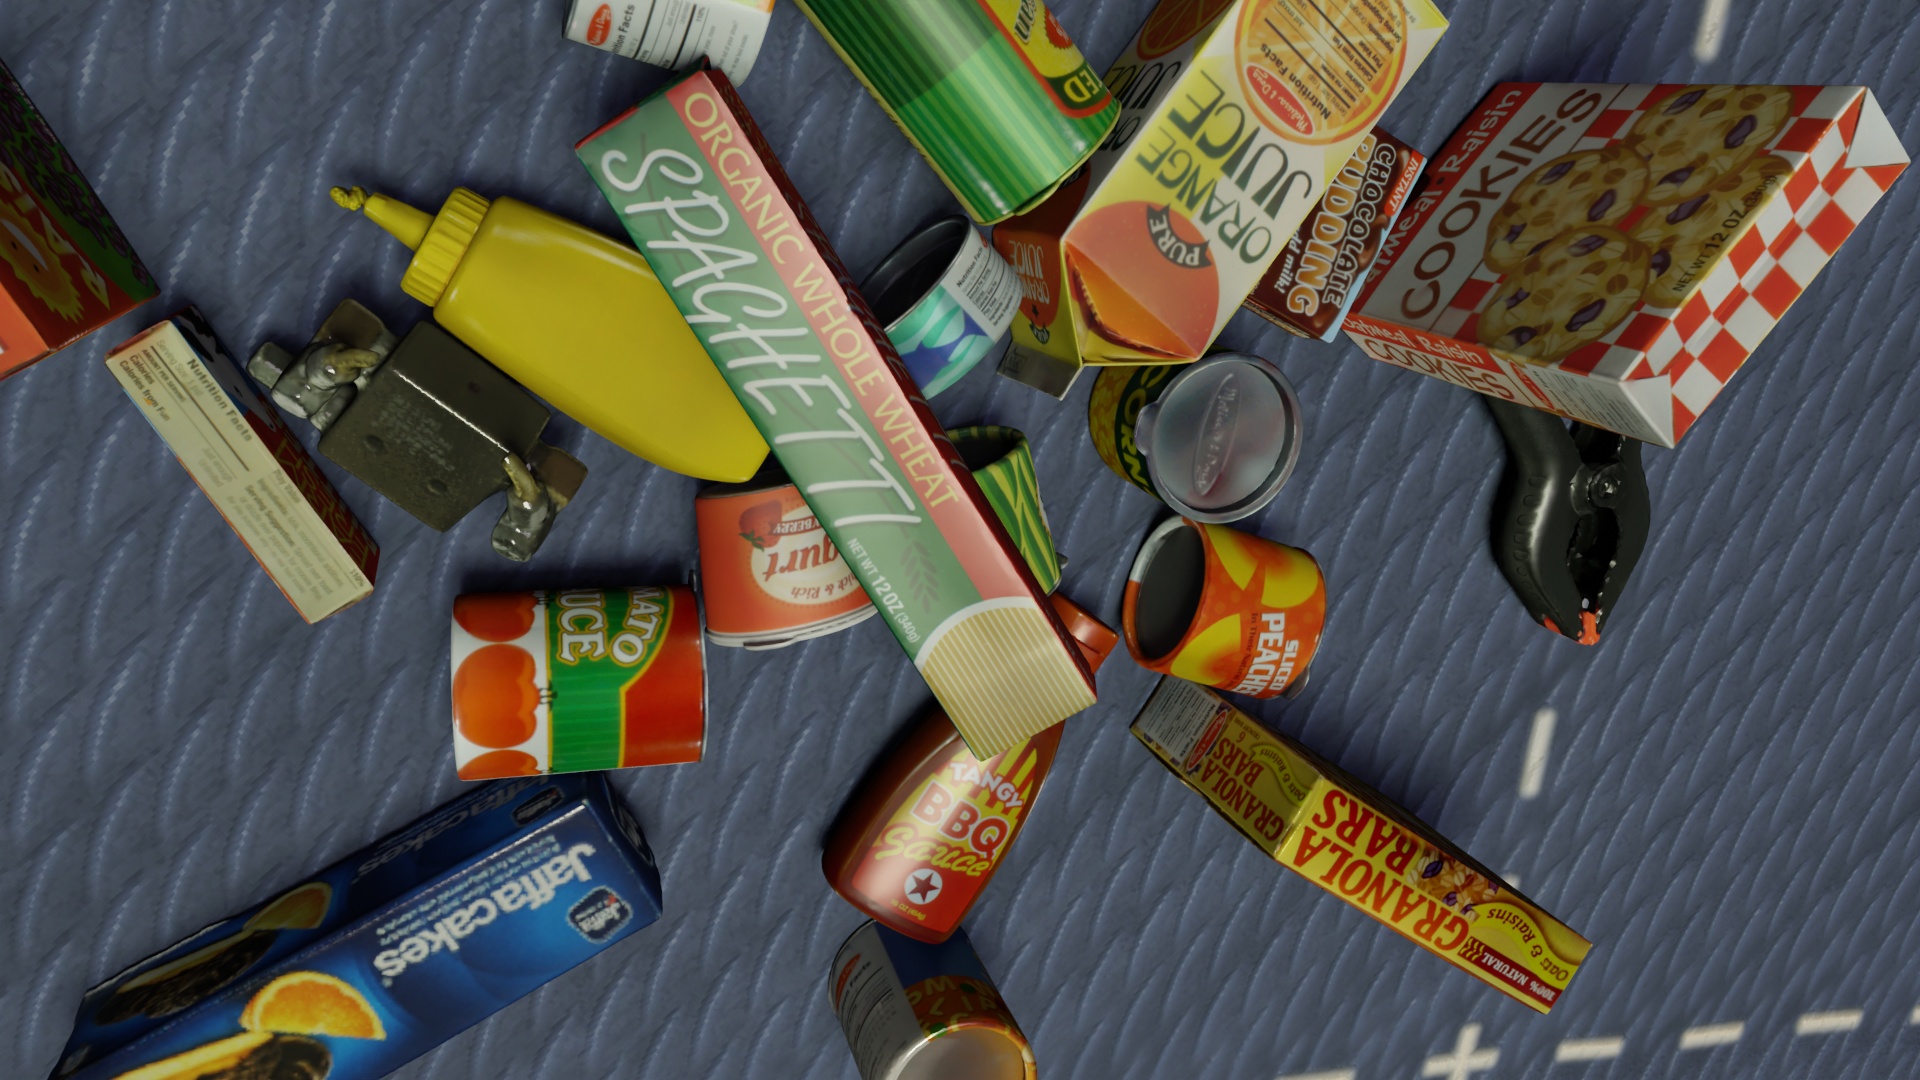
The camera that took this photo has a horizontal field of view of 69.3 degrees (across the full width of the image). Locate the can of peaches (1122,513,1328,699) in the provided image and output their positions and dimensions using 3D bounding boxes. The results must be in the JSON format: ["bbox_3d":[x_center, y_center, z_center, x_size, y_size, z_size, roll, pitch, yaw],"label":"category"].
[{"bbox_3d":[0.107,0.029,0.569,0.058,0.071,0.071,17,100,-21],"label":"can of peaches"}]

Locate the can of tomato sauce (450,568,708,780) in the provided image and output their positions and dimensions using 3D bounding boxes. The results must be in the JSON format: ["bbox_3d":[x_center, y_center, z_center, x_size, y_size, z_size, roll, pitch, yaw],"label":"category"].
[{"bbox_3d":[-0.136,0.048,0.495,0.083,0.071,0.071,-2,106,-17],"label":"can of tomato sauce"}]

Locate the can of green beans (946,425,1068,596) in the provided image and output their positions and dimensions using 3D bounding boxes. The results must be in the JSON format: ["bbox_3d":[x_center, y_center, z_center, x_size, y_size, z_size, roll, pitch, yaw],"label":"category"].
[{"bbox_3d":[0.000,-0.006,0.525,0.071,0.071,0.057,-19,111,-12],"label":"can of green beans"}]

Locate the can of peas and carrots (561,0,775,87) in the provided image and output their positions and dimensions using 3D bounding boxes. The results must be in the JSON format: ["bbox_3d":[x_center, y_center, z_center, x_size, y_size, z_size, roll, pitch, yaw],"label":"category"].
[{"bbox_3d":[-0.091,-0.187,0.443,0.059,0.071,0.070,11,102,-22],"label":"can of peas and carrots"}]

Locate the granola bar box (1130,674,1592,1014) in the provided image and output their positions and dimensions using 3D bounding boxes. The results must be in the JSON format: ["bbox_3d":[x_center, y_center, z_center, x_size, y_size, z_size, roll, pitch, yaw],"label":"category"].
[{"bbox_3d":[0.165,0.124,0.587,0.165,0.124,0.039,32,93,-24],"label":"granola bar box"}]

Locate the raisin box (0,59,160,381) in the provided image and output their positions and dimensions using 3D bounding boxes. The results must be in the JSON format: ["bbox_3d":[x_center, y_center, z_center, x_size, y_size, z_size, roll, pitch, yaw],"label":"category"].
[{"bbox_3d":[-0.274,-0.089,0.377,0.040,0.123,0.086,-29,113,-9],"label":"raisin box"}]

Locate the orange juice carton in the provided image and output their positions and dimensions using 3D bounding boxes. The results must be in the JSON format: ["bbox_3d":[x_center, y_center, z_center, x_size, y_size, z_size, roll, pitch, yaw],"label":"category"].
[{"bbox_3d":[0.081,-0.134,0.512,0.073,0.072,0.192,36,92,-24],"label":"orange juice carton"}]

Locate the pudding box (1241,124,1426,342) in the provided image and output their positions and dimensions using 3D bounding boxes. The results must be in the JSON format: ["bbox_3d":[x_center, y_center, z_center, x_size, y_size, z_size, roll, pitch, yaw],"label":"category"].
[{"bbox_3d":[0.143,-0.127,0.558,0.049,0.030,0.083,24,97,-24],"label":"pudding box"}]

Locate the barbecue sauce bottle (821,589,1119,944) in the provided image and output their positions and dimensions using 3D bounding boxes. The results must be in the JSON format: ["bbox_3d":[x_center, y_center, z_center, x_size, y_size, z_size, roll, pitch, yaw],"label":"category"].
[{"bbox_3d":[0.008,0.089,0.568,0.065,0.044,0.148,34,93,-22],"label":"barbecue sauce bottle"}]

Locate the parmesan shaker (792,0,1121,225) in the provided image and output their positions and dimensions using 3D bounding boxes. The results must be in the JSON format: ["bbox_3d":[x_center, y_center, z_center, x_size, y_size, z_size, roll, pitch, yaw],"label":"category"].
[{"bbox_3d":[-0.002,-0.167,0.474,0.071,0.071,0.103,-44,114,-2],"label":"parmesan shaker"}]

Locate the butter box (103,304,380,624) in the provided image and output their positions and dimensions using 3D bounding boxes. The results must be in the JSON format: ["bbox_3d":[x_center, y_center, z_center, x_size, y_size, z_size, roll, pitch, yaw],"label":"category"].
[{"bbox_3d":[-0.229,-0.025,0.450,0.024,0.053,0.103,-33,114,-10],"label":"butter box"}]

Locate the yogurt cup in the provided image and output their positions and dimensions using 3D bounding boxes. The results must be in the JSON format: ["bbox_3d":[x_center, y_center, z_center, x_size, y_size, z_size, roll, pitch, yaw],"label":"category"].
[{"bbox_3d":[-0.065,0.003,0.509,0.072,0.072,0.053,-13,102,-14],"label":"yogurt cup"}]

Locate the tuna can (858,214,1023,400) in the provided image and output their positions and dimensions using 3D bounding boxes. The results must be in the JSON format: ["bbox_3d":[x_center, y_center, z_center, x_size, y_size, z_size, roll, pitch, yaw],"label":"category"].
[{"bbox_3d":[-0.014,-0.081,0.500,0.071,0.071,0.032,-46,115,-1],"label":"tuna can"}]

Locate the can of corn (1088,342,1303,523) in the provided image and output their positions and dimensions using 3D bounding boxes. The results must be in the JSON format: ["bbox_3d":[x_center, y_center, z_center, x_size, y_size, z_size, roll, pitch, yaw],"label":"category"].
[{"bbox_3d":[0.089,-0.046,0.547,0.071,0.058,0.071,-5,108,-17],"label":"can of corn"}]

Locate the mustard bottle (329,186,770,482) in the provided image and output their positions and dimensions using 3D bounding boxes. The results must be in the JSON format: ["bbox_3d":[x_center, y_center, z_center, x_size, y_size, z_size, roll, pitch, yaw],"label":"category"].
[{"bbox_3d":[-0.132,-0.078,0.469,0.160,0.049,0.065,30,88,-23],"label":"mustard bottle"}]

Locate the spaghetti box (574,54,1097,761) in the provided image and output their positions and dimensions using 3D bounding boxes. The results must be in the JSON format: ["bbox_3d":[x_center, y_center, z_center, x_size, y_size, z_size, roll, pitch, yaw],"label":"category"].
[{"bbox_3d":[-0.035,-0.036,0.462,0.050,0.029,0.249,-29,108,9],"label":"spaghetti box"}]

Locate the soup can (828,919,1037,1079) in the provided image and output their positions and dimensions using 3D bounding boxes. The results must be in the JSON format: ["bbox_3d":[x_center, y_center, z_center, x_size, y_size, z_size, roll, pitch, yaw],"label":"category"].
[{"bbox_3d":[-0.010,0.202,0.573,0.071,0.084,0.071,-5,107,-18],"label":"soup can"}]

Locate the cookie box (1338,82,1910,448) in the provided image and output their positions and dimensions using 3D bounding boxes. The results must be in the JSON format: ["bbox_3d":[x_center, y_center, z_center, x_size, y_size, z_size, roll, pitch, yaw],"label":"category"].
[{"bbox_3d":[0.228,-0.112,0.516,0.040,0.168,0.123,39,91,-27],"label":"cookie box"}]
